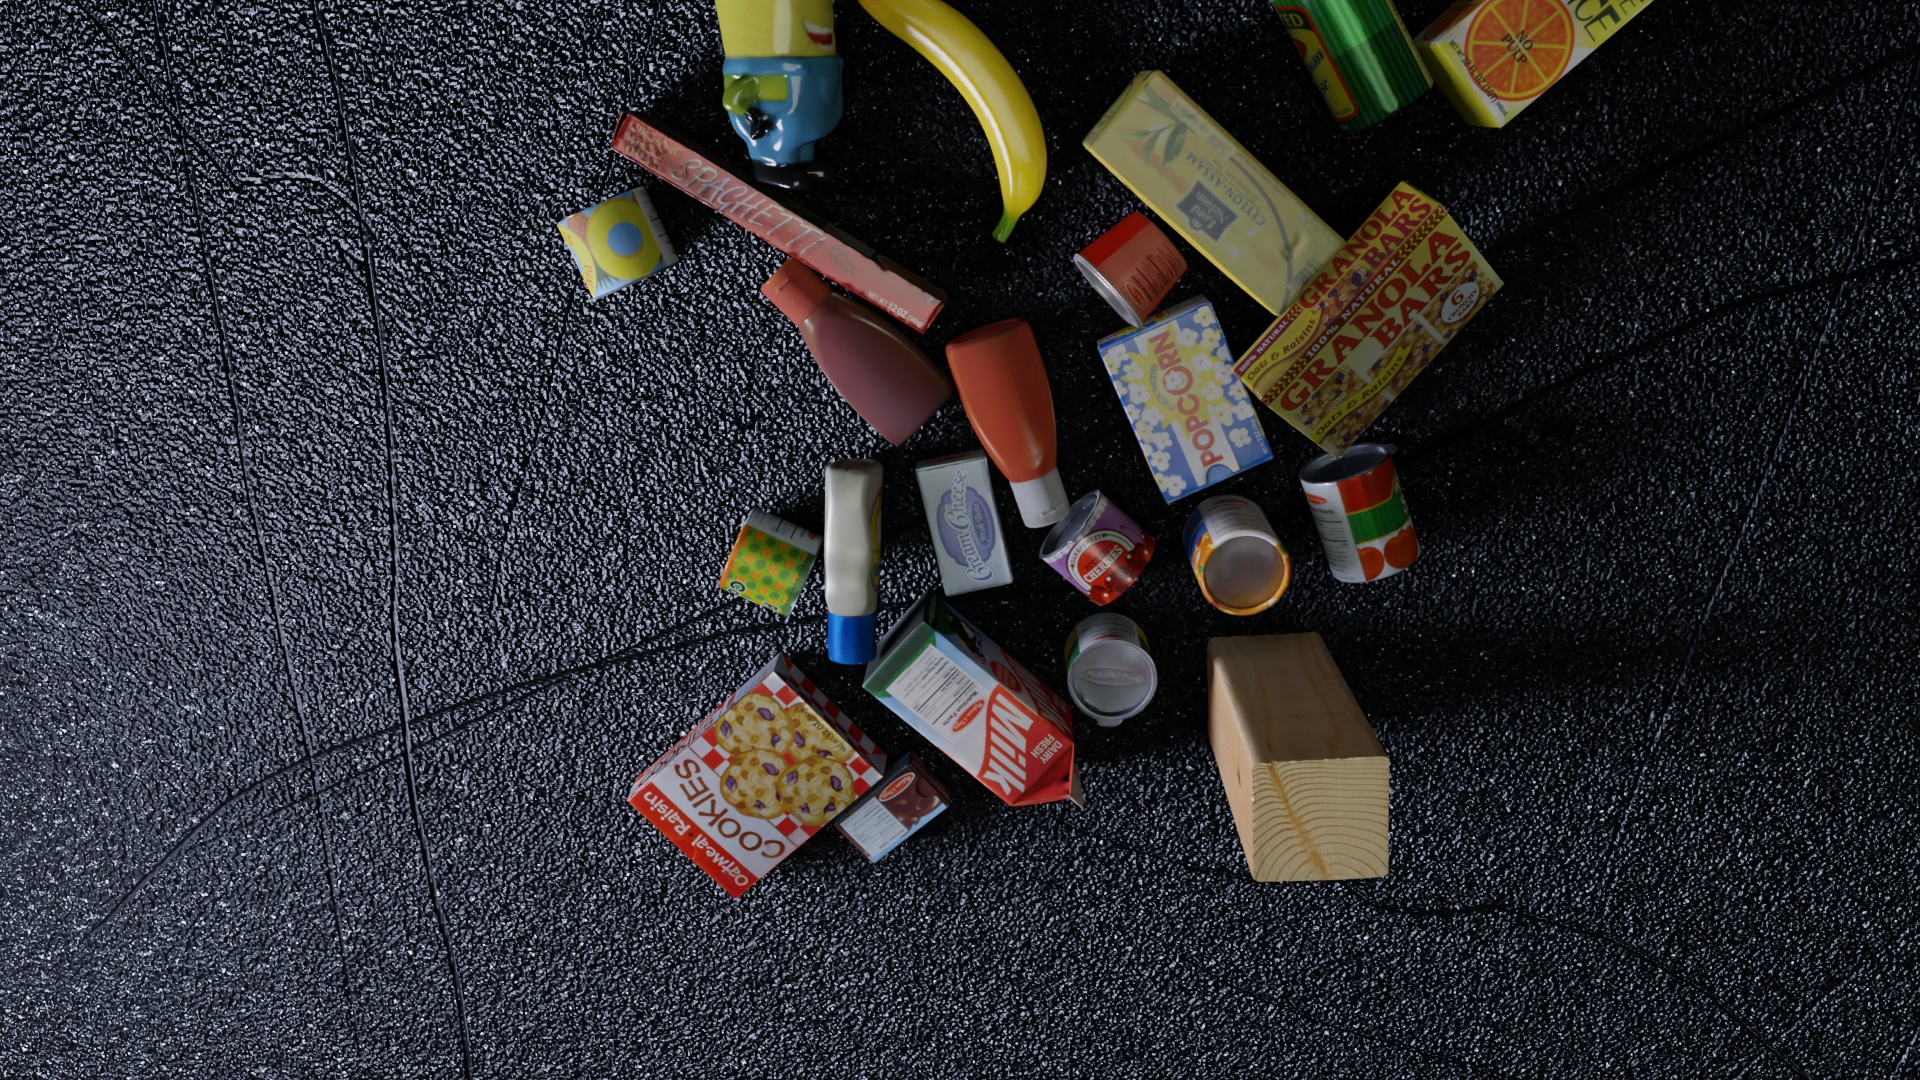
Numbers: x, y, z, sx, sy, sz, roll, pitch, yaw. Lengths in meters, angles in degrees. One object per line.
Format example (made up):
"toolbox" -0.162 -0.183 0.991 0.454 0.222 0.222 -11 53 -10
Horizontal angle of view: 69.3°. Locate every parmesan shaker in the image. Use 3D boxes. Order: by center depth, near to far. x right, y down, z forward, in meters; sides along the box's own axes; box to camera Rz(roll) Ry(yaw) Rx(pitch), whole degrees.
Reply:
"parmesan shaker" 0.257 -0.326 0.908 0.071 0.071 0.103 -31 105 11

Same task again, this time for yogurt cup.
"yogurt cup" 0.120 -0.190 0.961 0.054 0.072 0.072 -43 102 6

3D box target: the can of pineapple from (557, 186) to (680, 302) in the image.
"can of pineapple" -0.238 -0.205 0.962 0.071 0.071 0.057 -21 106 8

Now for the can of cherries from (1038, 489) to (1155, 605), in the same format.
"can of cherries" 0.101 0.007 1.020 0.058 0.072 0.071 40 105 -11

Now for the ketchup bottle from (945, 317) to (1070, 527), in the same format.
"ketchup bottle" 0.041 -0.083 1.007 0.065 0.043 0.148 -20 107 0

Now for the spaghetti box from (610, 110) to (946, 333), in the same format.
"spaghetti box" -0.124 -0.221 0.963 0.250 0.050 0.028 30 106 -8

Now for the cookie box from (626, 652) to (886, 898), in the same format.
"cookie box" -0.161 0.189 1.102 0.167 0.040 0.123 -41 103 13

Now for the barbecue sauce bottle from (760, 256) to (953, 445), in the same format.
"barbecue sauce bottle" -0.077 -0.139 0.992 0.148 0.044 0.064 44 104 -11

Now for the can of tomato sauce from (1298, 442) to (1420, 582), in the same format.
"can of tomato sauce" 0.293 -0.021 1.010 0.071 0.071 0.083 -20 107 8

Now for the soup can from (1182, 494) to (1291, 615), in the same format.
"soup can" 0.201 0.013 1.013 0.071 0.084 0.071 0 109 1

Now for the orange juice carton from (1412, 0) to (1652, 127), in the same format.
"orange juice carton" 0.394 -0.359 0.893 0.192 0.073 0.071 -40 103 13

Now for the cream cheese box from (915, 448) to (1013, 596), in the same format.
"cream cheese box" 0.004 -0.013 1.041 0.053 0.024 0.103 -11 107 6

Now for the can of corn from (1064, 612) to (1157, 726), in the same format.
"can of corn" 0.113 0.097 1.057 0.071 0.058 0.071 0 108 1

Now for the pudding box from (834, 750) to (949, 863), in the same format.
"pudding box" -0.054 0.214 1.114 0.083 0.030 0.049 -40 102 13

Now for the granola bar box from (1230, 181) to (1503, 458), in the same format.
"granola bar box" 0.278 -0.147 0.949 0.165 0.039 0.124 -49 140 15

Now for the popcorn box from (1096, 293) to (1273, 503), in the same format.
"popcorn box" 0.161 -0.102 1.001 0.085 0.038 0.126 -24 106 8

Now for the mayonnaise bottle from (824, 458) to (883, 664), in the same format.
"mayonnaise bottle" -0.079 0.016 1.025 0.041 0.065 0.147 2 102 6

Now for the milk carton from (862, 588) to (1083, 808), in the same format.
"milk carton" 0.022 0.132 1.063 0.190 0.072 0.073 40 105 -10

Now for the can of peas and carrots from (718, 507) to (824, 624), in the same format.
"can of peas and carrots" -0.141 0.018 1.032 0.059 0.071 0.070 24 107 -6
